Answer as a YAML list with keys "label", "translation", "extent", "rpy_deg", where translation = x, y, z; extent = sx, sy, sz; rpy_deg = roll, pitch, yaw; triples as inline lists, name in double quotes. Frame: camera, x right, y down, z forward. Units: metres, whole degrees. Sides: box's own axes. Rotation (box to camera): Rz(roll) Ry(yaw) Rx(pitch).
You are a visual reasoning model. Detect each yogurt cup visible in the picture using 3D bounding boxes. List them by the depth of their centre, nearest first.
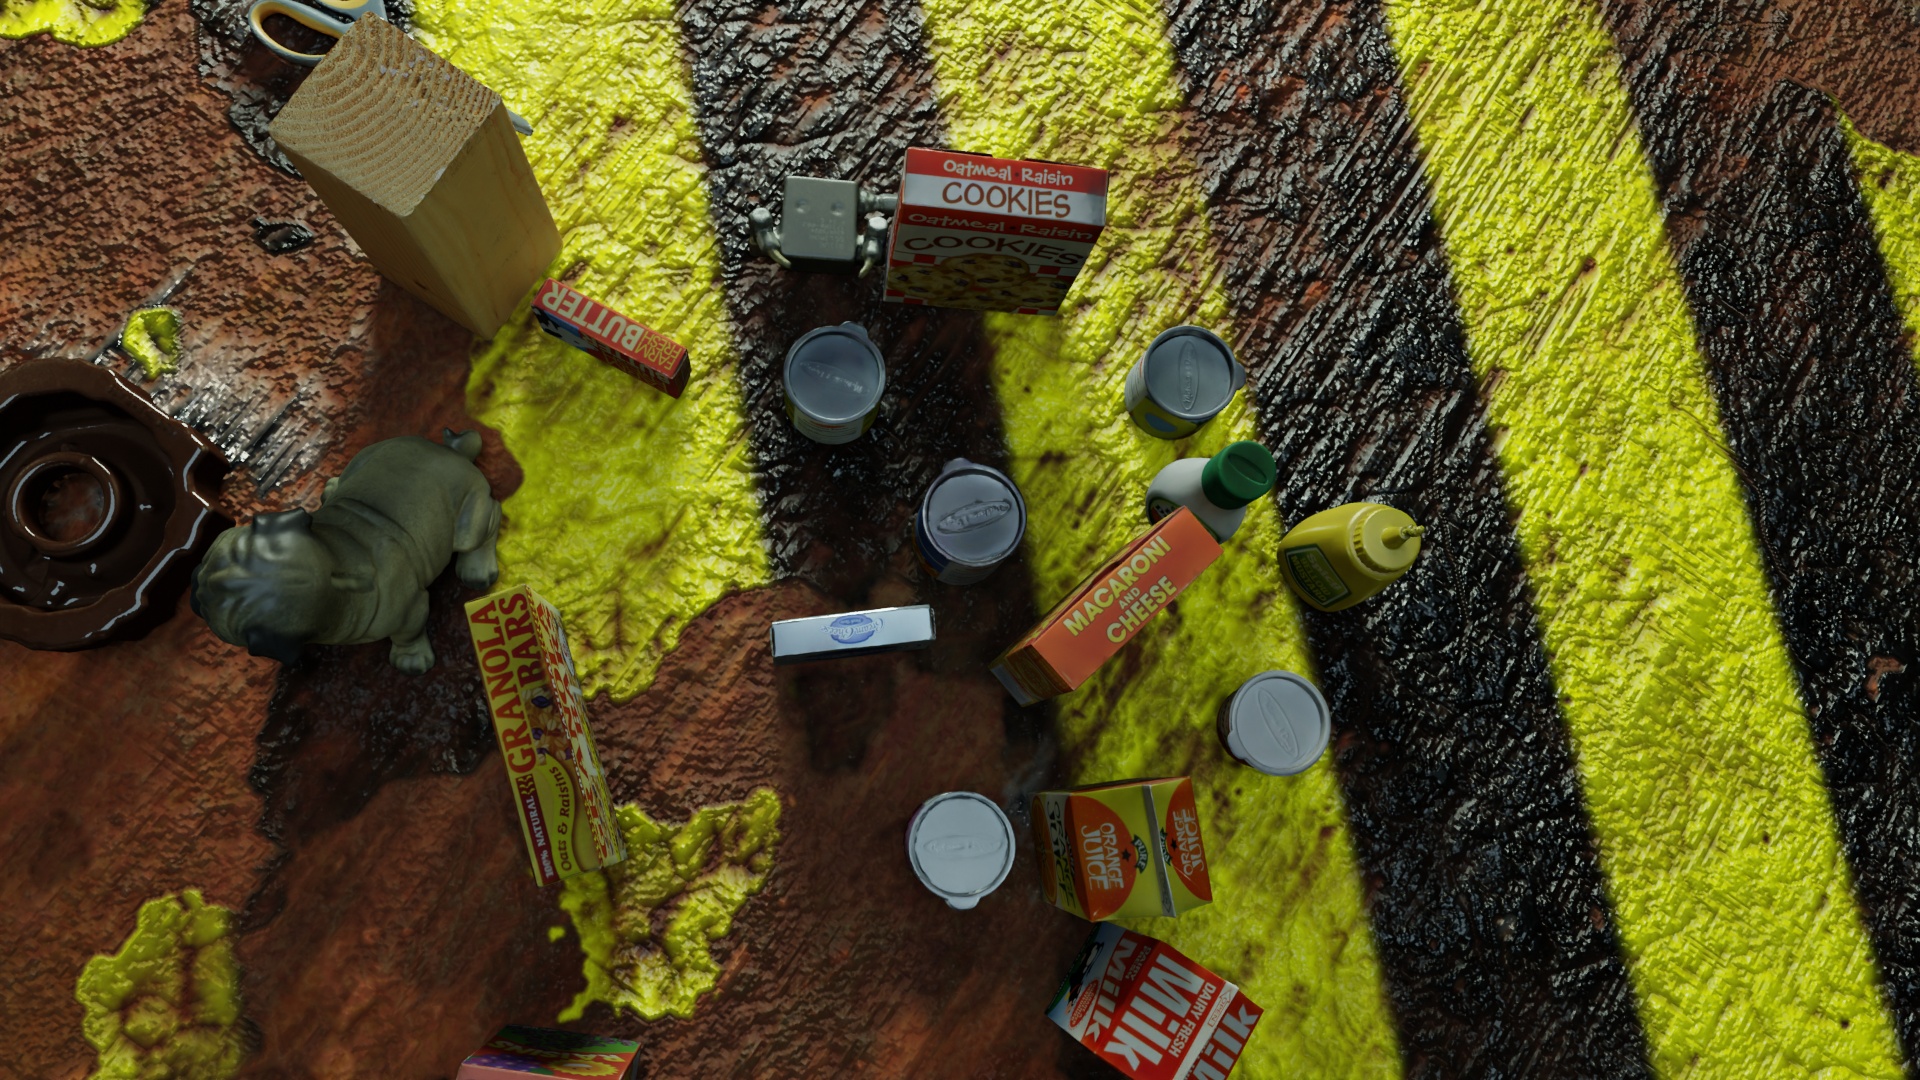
- label: "yogurt cup"
  translation: [0.203, 0.122, 0.918]
  extent: [0.072, 0.054, 0.072]
  rpy_deg: [1, 79, -7]

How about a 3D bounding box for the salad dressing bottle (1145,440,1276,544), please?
- label: "salad dressing bottle"
  translation: [0.161, -0.030, 0.894]
  extent: [0.064, 0.147, 0.044]
  rpy_deg: [36, 78, 0]

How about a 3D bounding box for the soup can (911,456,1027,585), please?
- label: "soup can"
  translation: [0.003, -0.011, 0.903]
  extent: [0.071, 0.083, 0.071]
  rpy_deg: [1, 79, -7]

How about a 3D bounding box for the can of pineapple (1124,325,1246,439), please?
- label: "can of pineapple"
  translation: [0.152, -0.106, 0.953]
  extent: [0.071, 0.057, 0.071]
  rpy_deg: [1, 79, -7]

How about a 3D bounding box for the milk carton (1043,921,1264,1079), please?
- label: "milk carton"
  translation: [0.113, 0.277, 0.807]
  extent: [0.073, 0.190, 0.072]
  rpy_deg: [34, 78, 0]

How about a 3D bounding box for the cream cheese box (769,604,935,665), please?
- label: "cream cheese box"
  translation: [-0.070, 0.061, 0.895]
  extent: [0.104, 0.053, 0.024]
  rpy_deg: [-6, 81, -8]

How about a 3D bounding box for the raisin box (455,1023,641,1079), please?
- label: "raisin box"
  translation: [-0.233, 0.311, 0.790]
  extent: [0.086, 0.123, 0.040]
  rpy_deg: [11, 79, -5]

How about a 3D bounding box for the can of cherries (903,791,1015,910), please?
- label: "can of cherries"
  translation: [-0.003, 0.194, 0.875]
  extent: [0.071, 0.058, 0.071]
  rpy_deg: [1, 79, -7]

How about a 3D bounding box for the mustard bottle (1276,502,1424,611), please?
- label: "mustard bottle"
  translation: [0.255, 0.006, 0.892]
  extent: [0.049, 0.160, 0.065]
  rpy_deg: [-35, 86, -12]

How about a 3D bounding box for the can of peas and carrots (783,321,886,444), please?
- label: "can of peas and carrots"
  translation: [-0.084, -0.104, 0.922]
  extent: [0.071, 0.058, 0.071]
  rpy_deg: [1, 79, -7]

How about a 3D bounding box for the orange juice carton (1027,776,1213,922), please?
- label: "orange juice carton"
  translation: [0.094, 0.180, 0.822]
  extent: [0.073, 0.192, 0.072]
  rpy_deg: [-7, 81, -8]

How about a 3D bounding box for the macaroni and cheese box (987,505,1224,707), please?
- label: "macaroni and cheese box"
  translation: [0.084, 0.045, 0.860]
  extent: [0.124, 0.166, 0.040]
  rpy_deg: [-41, 87, -12]

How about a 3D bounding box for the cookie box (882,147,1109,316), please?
- label: "cookie box"
  translation: [0.017, -0.195, 0.897]
  extent: [0.123, 0.167, 0.040]
  rpy_deg: [4, 79, -6]

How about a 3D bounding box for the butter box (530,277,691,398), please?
- label: "butter box"
  translation: [-0.227, -0.132, 0.912]
  extent: [0.103, 0.053, 0.024]
  rpy_deg: [27, 78, -1]

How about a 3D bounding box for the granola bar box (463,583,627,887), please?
- label: "granola bar box"
  translation: [-0.245, 0.118, 0.826]
  extent: [0.039, 0.124, 0.165]
  rpy_deg: [-16, 82, -10]
